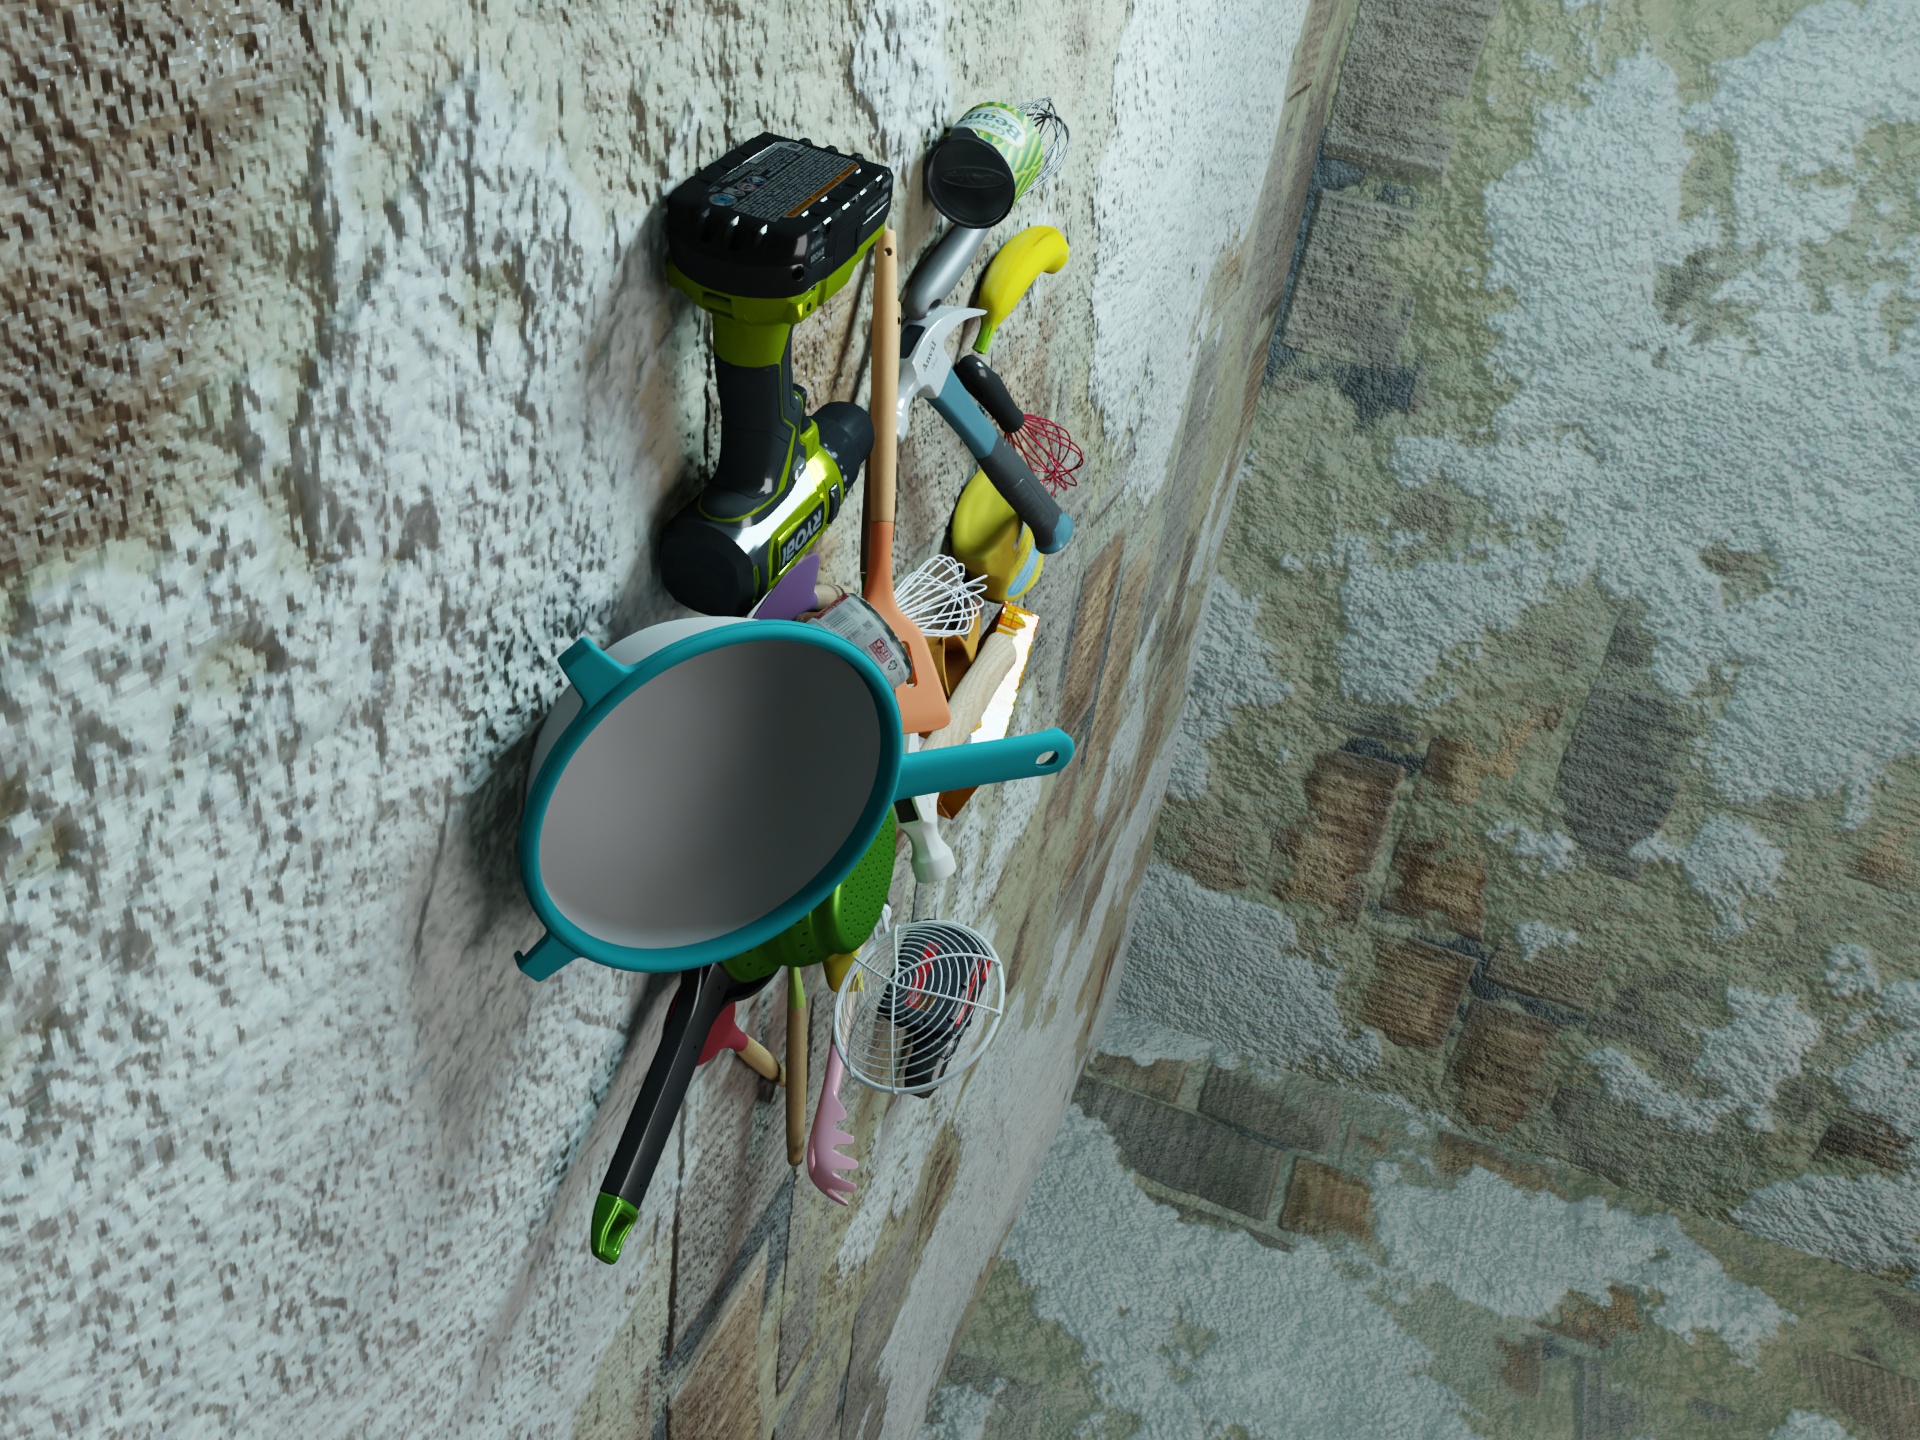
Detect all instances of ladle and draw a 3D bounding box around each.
[{"bbox_3d":[-0.167,0.254,1.226,0.315,0.031,0.069,75,34,-68],"label":"ladle"},{"bbox_3d":[-0.120,0.246,1.282,0.078,0.062,0.320,-109,-160,-54],"label":"ladle"}]

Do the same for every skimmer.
[{"bbox_3d":[-0.043,0.182,1.201,0.127,0.090,0.363,-38,-174,-2],"label":"skimmer"}]

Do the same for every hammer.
[{"bbox_3d":[-0.002,-0.004,1.250,0.331,0.031,0.130,-59,134,-64],"label":"hammer"},{"bbox_3d":[0.023,-0.210,1.242,0.330,0.033,0.128,39,69,-61],"label":"hammer"}]

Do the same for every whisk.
[{"bbox_3d":[0.018,-0.369,1.149,0.239,0.055,0.055,-60,162,-28],"label":"whisk"},{"bbox_3d":[0.048,-0.254,1.378,0.295,0.073,0.073,29,79,-71],"label":"whisk"},{"bbox_3d":[-0.052,-0.078,1.206,0.284,0.070,0.070,-31,137,-62],"label":"whisk"}]

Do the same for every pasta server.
[{"bbox_3d":[-0.093,0.254,1.374,0.060,0.040,0.316,156,-55,-70],"label":"pasta server"}]

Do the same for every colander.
[{"bbox_3d":[-0.128,0.165,1.042,0.204,0.094,0.397,71,33,-57],"label":"colander"}]

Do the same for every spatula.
[{"bbox_3d":[-0.091,-0.078,0.998,0.060,0.018,0.316,-53,180,6],"label":"spatula"},{"bbox_3d":[-0.047,-0.153,1.029,0.041,0.081,0.322,-162,-108,-71],"label":"spatula"}]

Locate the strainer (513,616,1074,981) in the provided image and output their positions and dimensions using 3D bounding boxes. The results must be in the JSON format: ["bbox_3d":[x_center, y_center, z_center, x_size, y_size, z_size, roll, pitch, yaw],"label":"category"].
[{"bbox_3d":[-0.091,0.015,0.870,0.340,0.095,0.211,-7,126,-37],"label":"strainer"}]

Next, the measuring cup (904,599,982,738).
[{"bbox_3d":[-0.016,-0.051,1.374,0.174,0.052,0.095,-78,150,-54],"label":"measuring cup"}]

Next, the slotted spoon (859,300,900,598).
[{"bbox_3d":[-0.058,-0.125,1.076,0.070,0.031,0.314,-4,99,-66],"label":"slotted spoon"}]

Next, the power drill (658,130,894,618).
[{"bbox_3d":[-0.094,-0.190,0.867,0.191,0.080,0.228,-56,161,-45],"label":"power drill"}]

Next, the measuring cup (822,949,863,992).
[{"bbox_3d":[-0.108,0.152,1.287,0.062,0.029,0.156,-102,179,-67],"label":"measuring cup"}]

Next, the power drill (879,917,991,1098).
[{"bbox_3d":[-0.027,0.316,1.740,0.226,0.080,0.188,70,40,-72],"label":"power drill"}]

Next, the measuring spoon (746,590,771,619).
[{"bbox_3d":[-0.138,-0.029,1.004,0.034,0.018,0.124,63,46,-70],"label":"measuring spoon"}]

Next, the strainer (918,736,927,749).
[{"bbox_3d":[-0.067,0.079,1.373,0.258,0.050,0.086,-63,177,-23],"label":"strainer"}]
